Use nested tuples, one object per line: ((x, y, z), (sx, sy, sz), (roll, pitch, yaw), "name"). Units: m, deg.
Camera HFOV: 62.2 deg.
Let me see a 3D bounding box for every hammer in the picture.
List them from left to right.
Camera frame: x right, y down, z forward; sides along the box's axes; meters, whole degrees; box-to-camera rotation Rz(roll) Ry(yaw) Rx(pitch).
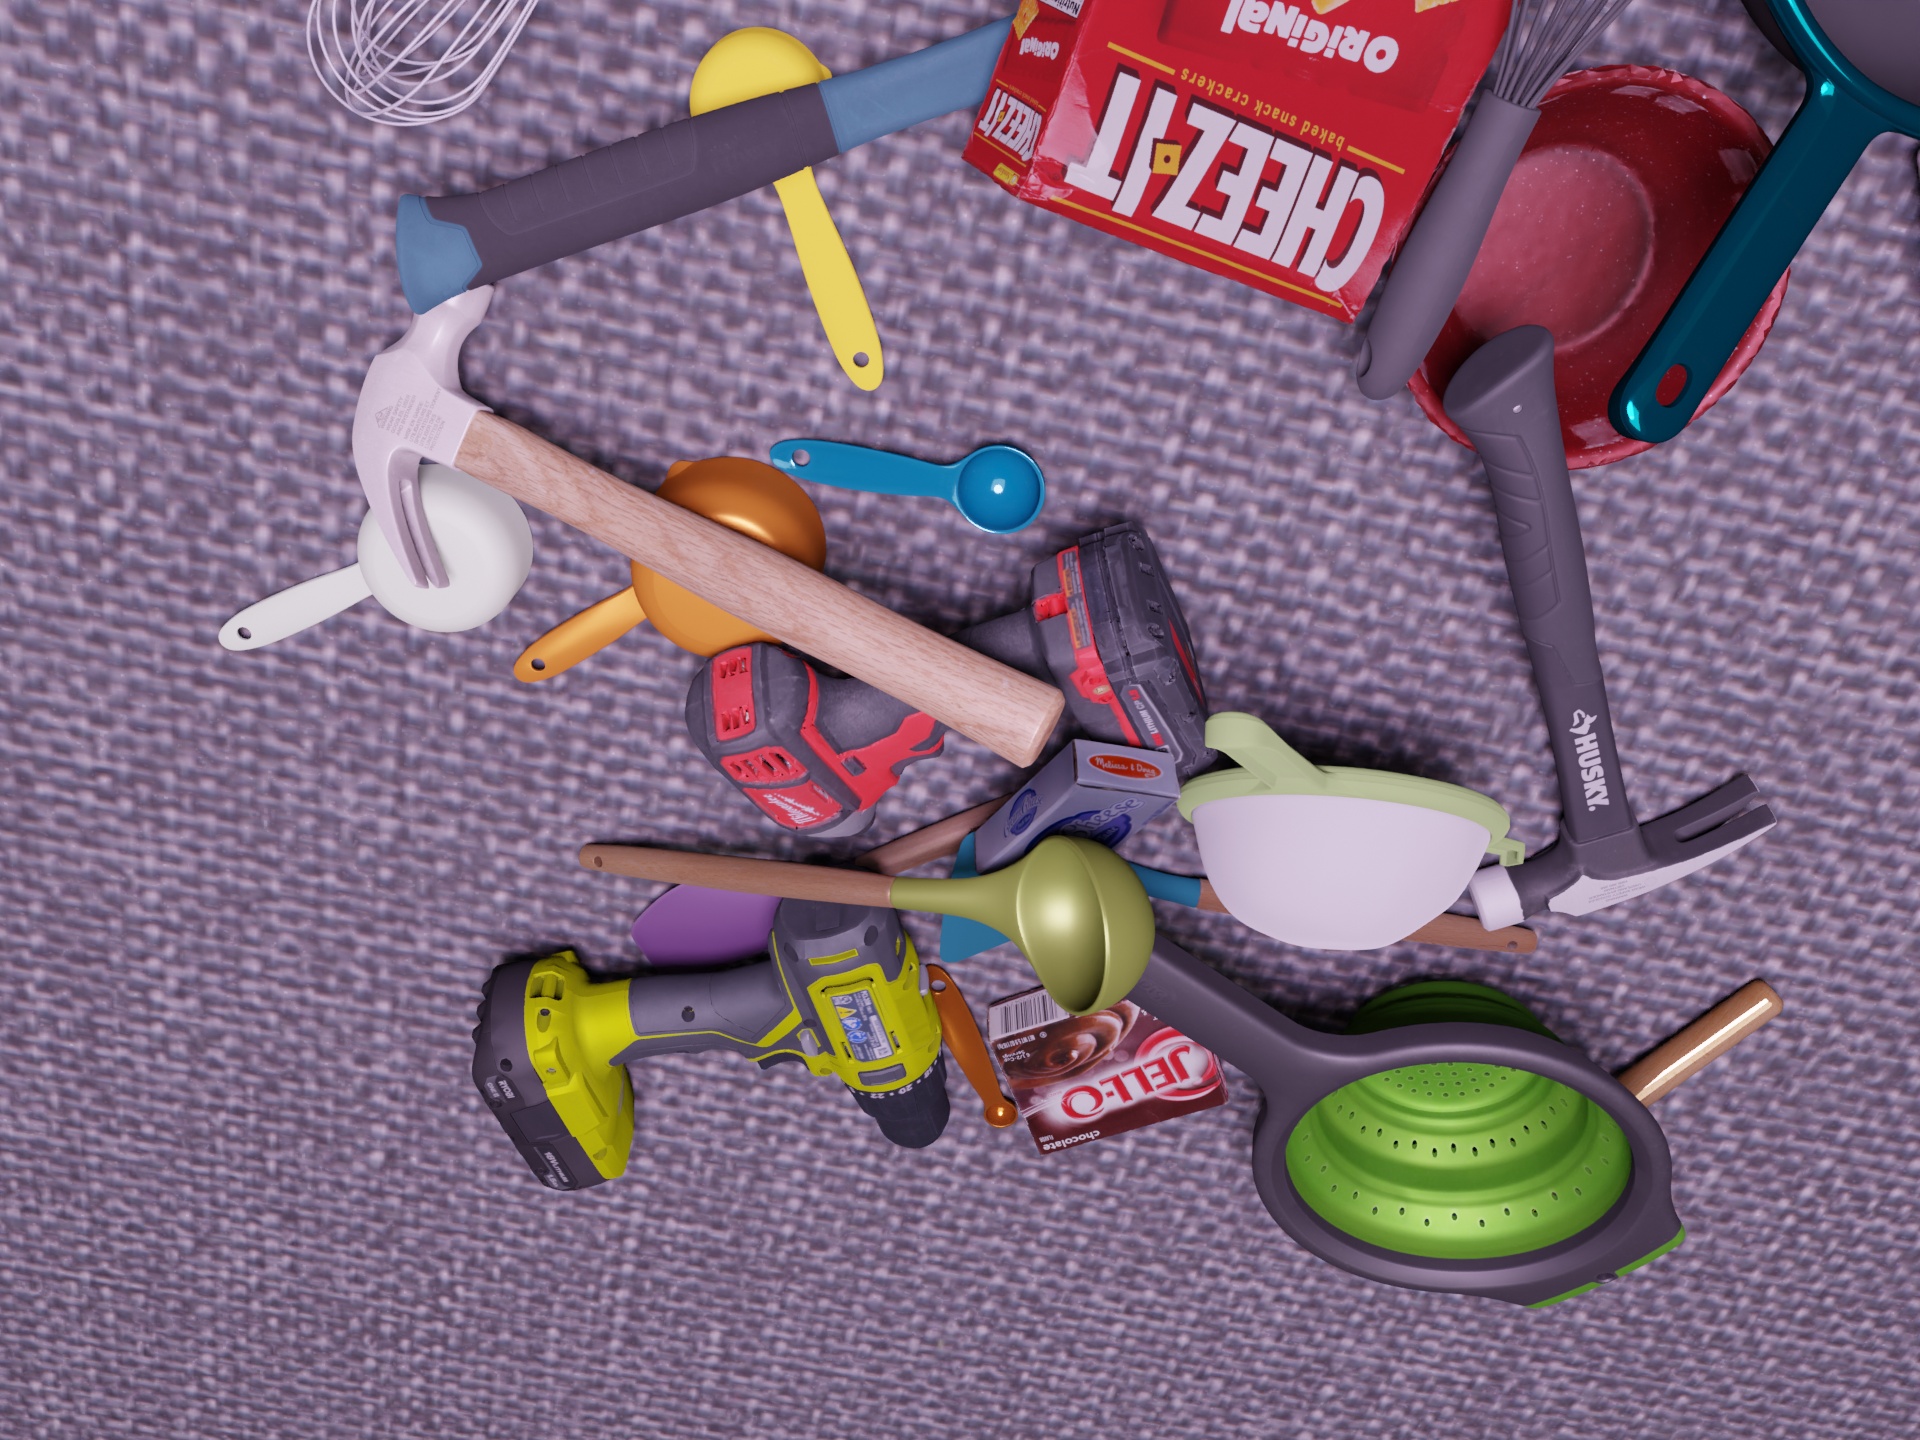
((-0.111, -0.067, 0.669), (0.331, 0.031, 0.130), (28, 99, 8), "hammer")
((-0.065, -0.233, 0.623), (0.331, 0.033, 0.128), (-19, 124, -1), "hammer")
((0.278, -0.032, 0.718), (0.146, 0.035, 0.334), (-19, 129, 12), "hammer")

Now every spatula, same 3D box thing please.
((-0.030, 0.067, 0.823), (0.316, 0.018, 0.059), (-22, 120, 13), "spatula")
((0.149, 0.101, 0.825), (0.317, 0.044, 0.082), (8, 119, -5), "spatula")

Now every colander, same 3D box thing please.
((0.193, 0.162, 0.819), (0.397, 0.095, 0.204), (34, 127, -15), "colander")

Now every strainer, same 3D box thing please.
((0.150, 0.057, 0.687), (0.151, 0.256, 0.069), (0, 76, 26), "strainer")
((0.323, -0.257, 0.579), (0.211, 0.095, 0.340), (27, 101, -13), "strainer")

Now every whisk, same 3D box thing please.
((-0.136, -0.330, 0.596), (0.284, 0.070, 0.070), (-38, 111, 13), "whisk")
((0.204, -0.224, 0.583), (0.055, 0.055, 0.238), (16, 123, -8), "whisk")
((0.354, 0.228, 0.891), (0.245, 0.047, 0.051), (-42, 149, 15), "whisk")

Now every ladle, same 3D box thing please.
((-0.059, 0.081, 0.748), (0.320, 0.062, 0.078), (3, 100, 27), "ladle")

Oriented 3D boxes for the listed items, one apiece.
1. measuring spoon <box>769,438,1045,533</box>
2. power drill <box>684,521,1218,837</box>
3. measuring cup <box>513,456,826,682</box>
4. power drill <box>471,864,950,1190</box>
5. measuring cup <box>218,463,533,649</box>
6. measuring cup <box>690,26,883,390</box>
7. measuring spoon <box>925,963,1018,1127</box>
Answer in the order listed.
((-0.023, -0.116, 0.731), (0.128, 0.021, 0.042), (10, 118, 6), "measuring spoon")
((-0.001, -0.002, 0.739), (0.219, 0.079, 0.143), (-16, 148, 13), "power drill")
((-0.143, -0.052, 0.741), (0.173, 0.052, 0.095), (-29, 114, 13), "measuring cup")
((-0.122, 0.178, 0.850), (0.228, 0.080, 0.190), (-13, 128, 5), "power drill")
((-0.282, -0.061, 0.746), (0.167, 0.038, 0.083), (-21, 116, 9), "measuring cup")
((-0.066, -0.209, 0.669), (0.062, 0.029, 0.156), (-18, 114, 10), "measuring cup")
((0.005, 0.181, 0.891), (0.021, 0.011, 0.116), (-20, 112, 11), "measuring spoon")
